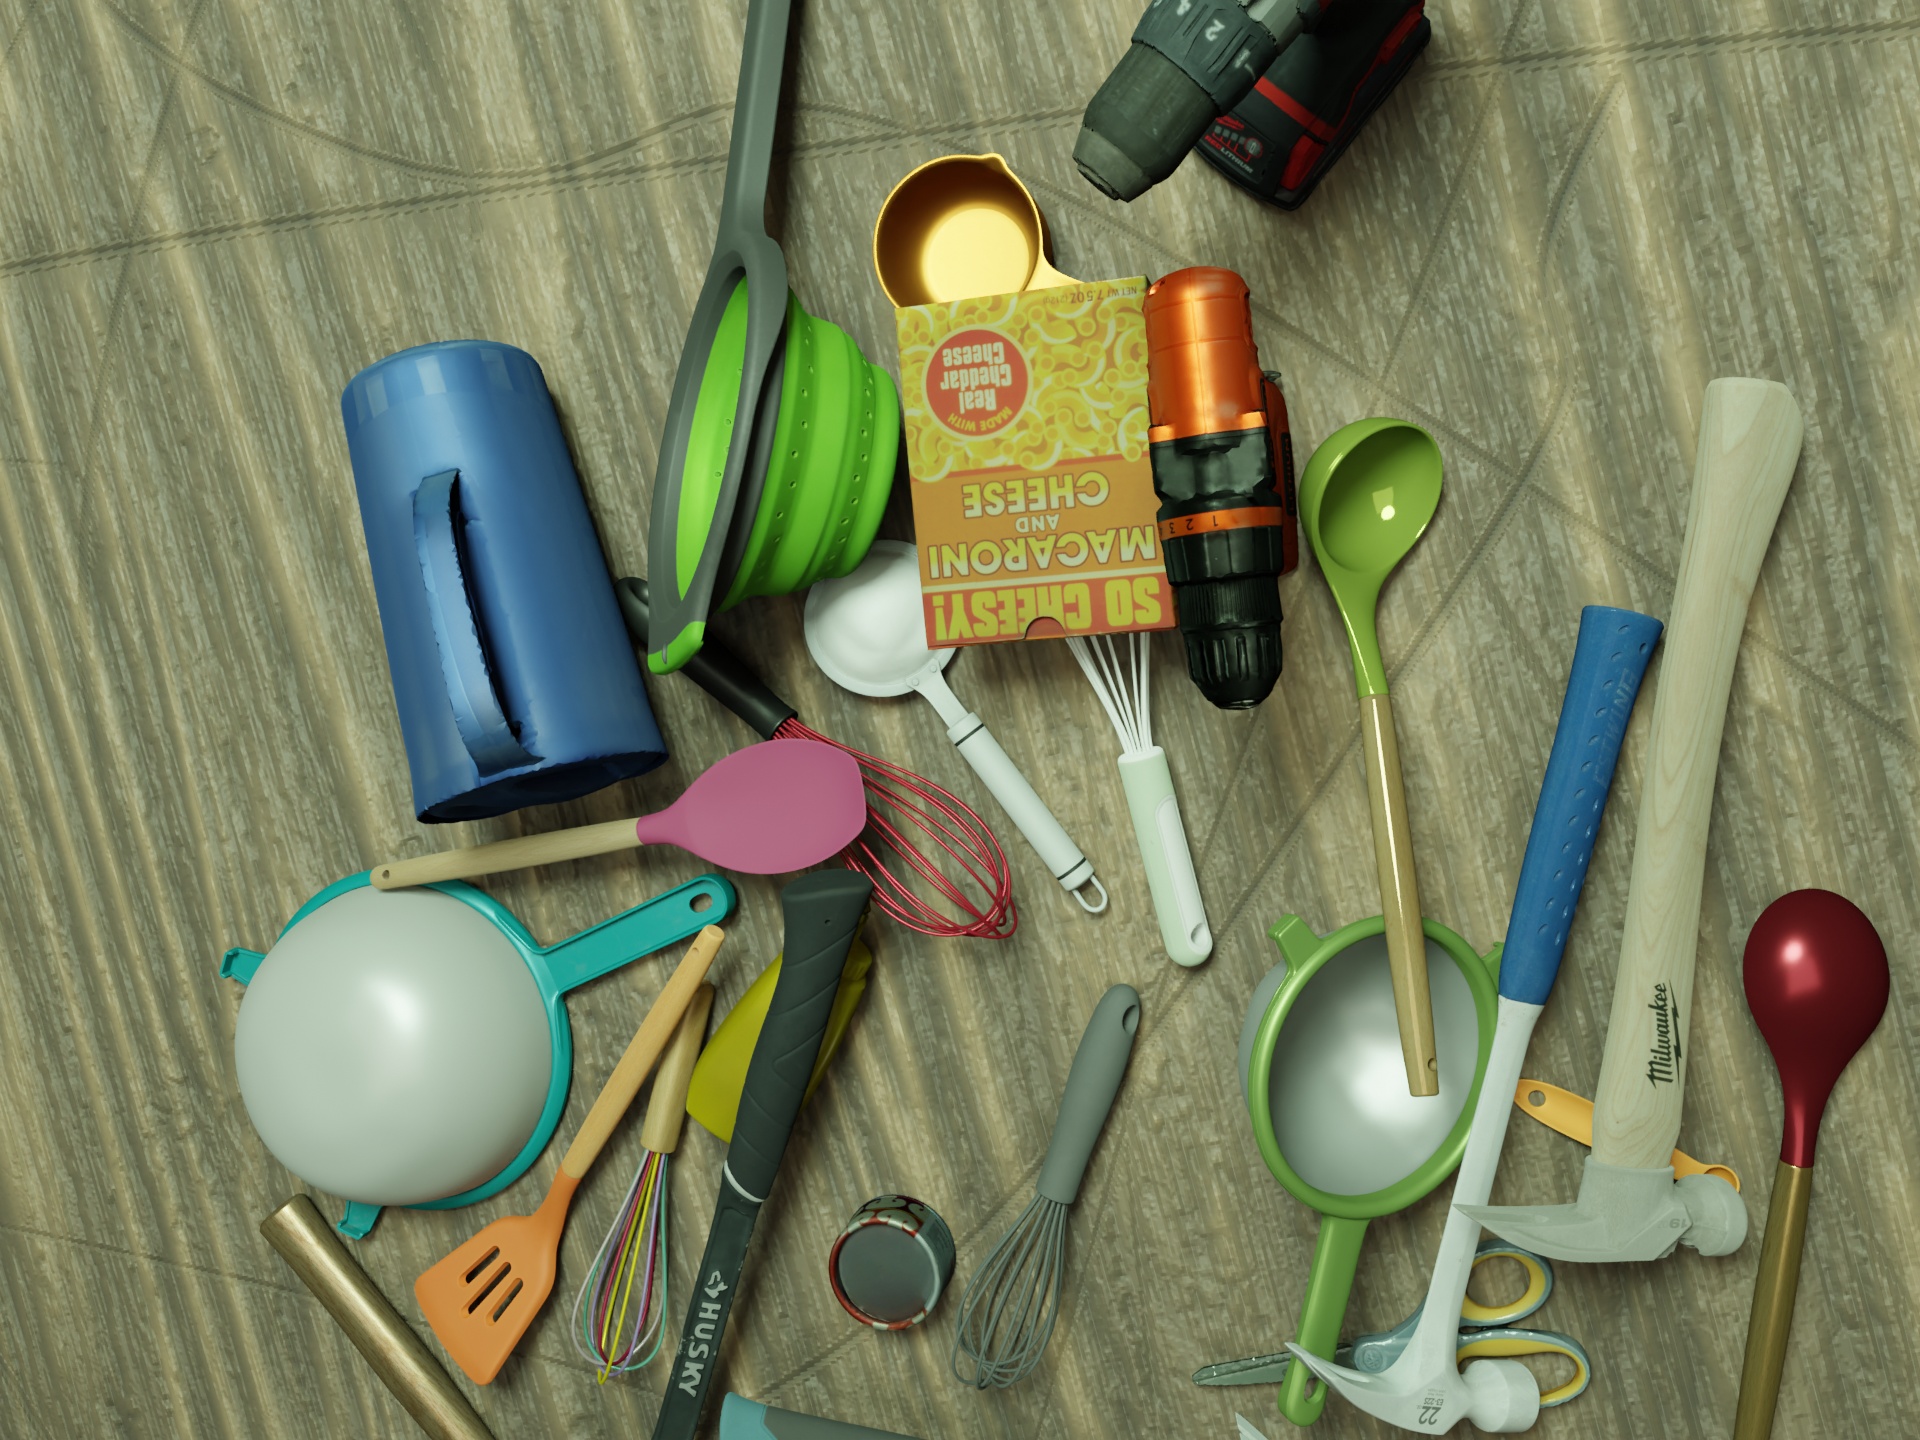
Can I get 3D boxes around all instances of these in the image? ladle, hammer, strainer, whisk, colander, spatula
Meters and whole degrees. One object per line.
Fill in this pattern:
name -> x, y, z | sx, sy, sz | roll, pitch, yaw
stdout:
ladle -> 0.207, 0.012, 0.747 | 0.062, 0.078, 0.320 | -22, 68, 56
hammer -> 0.263, 0.144, 0.763 | 0.144, 0.035, 0.405 | 14, 91, -27
ladle -> 0.401, 0.239, 0.774 | 0.069, 0.031, 0.315 | 5, 97, 4
strainer -> 0.181, 0.215, 0.794 | 0.151, 0.069, 0.256 | 10, 94, -26
hammer -> -0.116, 0.268, 0.860 | 0.149, 0.036, 0.409 | 14, 104, -12
hammer -> 0.324, 0.047, 0.737 | 0.146, 0.038, 0.410 | 6, 93, -20
whisk -> -0.177, 0.267, 0.914 | 0.051, 0.047, 0.245 | 16, 95, 13
colander -> -0.082, -0.214, 0.818 | 0.094, 0.204, 0.397 | 10, 81, -21
whisk -> 0.092, 0.010, 0.823 | 0.059, 0.058, 0.246 | -8, 99, 49
whisk -> 0.049, 0.252, 0.856 | 0.055, 0.055, 0.239 | 20, 95, 11
hammer -> -0.310, 0.423, 0.966 | 0.130, 0.031, 0.331 | -43, 84, 14
spatula -> -0.218, 0.242, 0.907 | 0.081, 0.041, 0.322 | 43, 113, 26
strainer -> -0.001, -0.003, 0.848 | 0.087, 0.050, 0.258 | -37, 89, 0
whisk -> -0.082, 0.017, 0.860 | 0.296, 0.073, 0.073 | 40, 103, 12
strainer -> -0.286, 0.170, 0.904 | 0.340, 0.095, 0.211 | -26, 89, 16
hammer -> 0.031, 0.417, 0.854 | 0.331, 0.033, 0.128 | 11, 97, 2

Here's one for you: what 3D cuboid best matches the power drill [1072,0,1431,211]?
power drill -> 0.130, -0.291, 0.690 | 0.080, 0.226, 0.188 | 40, 103, 7

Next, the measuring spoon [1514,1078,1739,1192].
measuring spoon -> 0.332, 0.210, 0.801 | 0.117, 0.011, 0.021 | 24, 90, 14

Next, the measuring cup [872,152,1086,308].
measuring cup -> 0.041, -0.221, 0.810 | 0.173, 0.052, 0.095 | 27, 101, 8

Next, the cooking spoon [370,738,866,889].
cooking spoon -> -0.194, 0.064, 0.867 | 0.319, 0.017, 0.069 | -11, 84, 21
